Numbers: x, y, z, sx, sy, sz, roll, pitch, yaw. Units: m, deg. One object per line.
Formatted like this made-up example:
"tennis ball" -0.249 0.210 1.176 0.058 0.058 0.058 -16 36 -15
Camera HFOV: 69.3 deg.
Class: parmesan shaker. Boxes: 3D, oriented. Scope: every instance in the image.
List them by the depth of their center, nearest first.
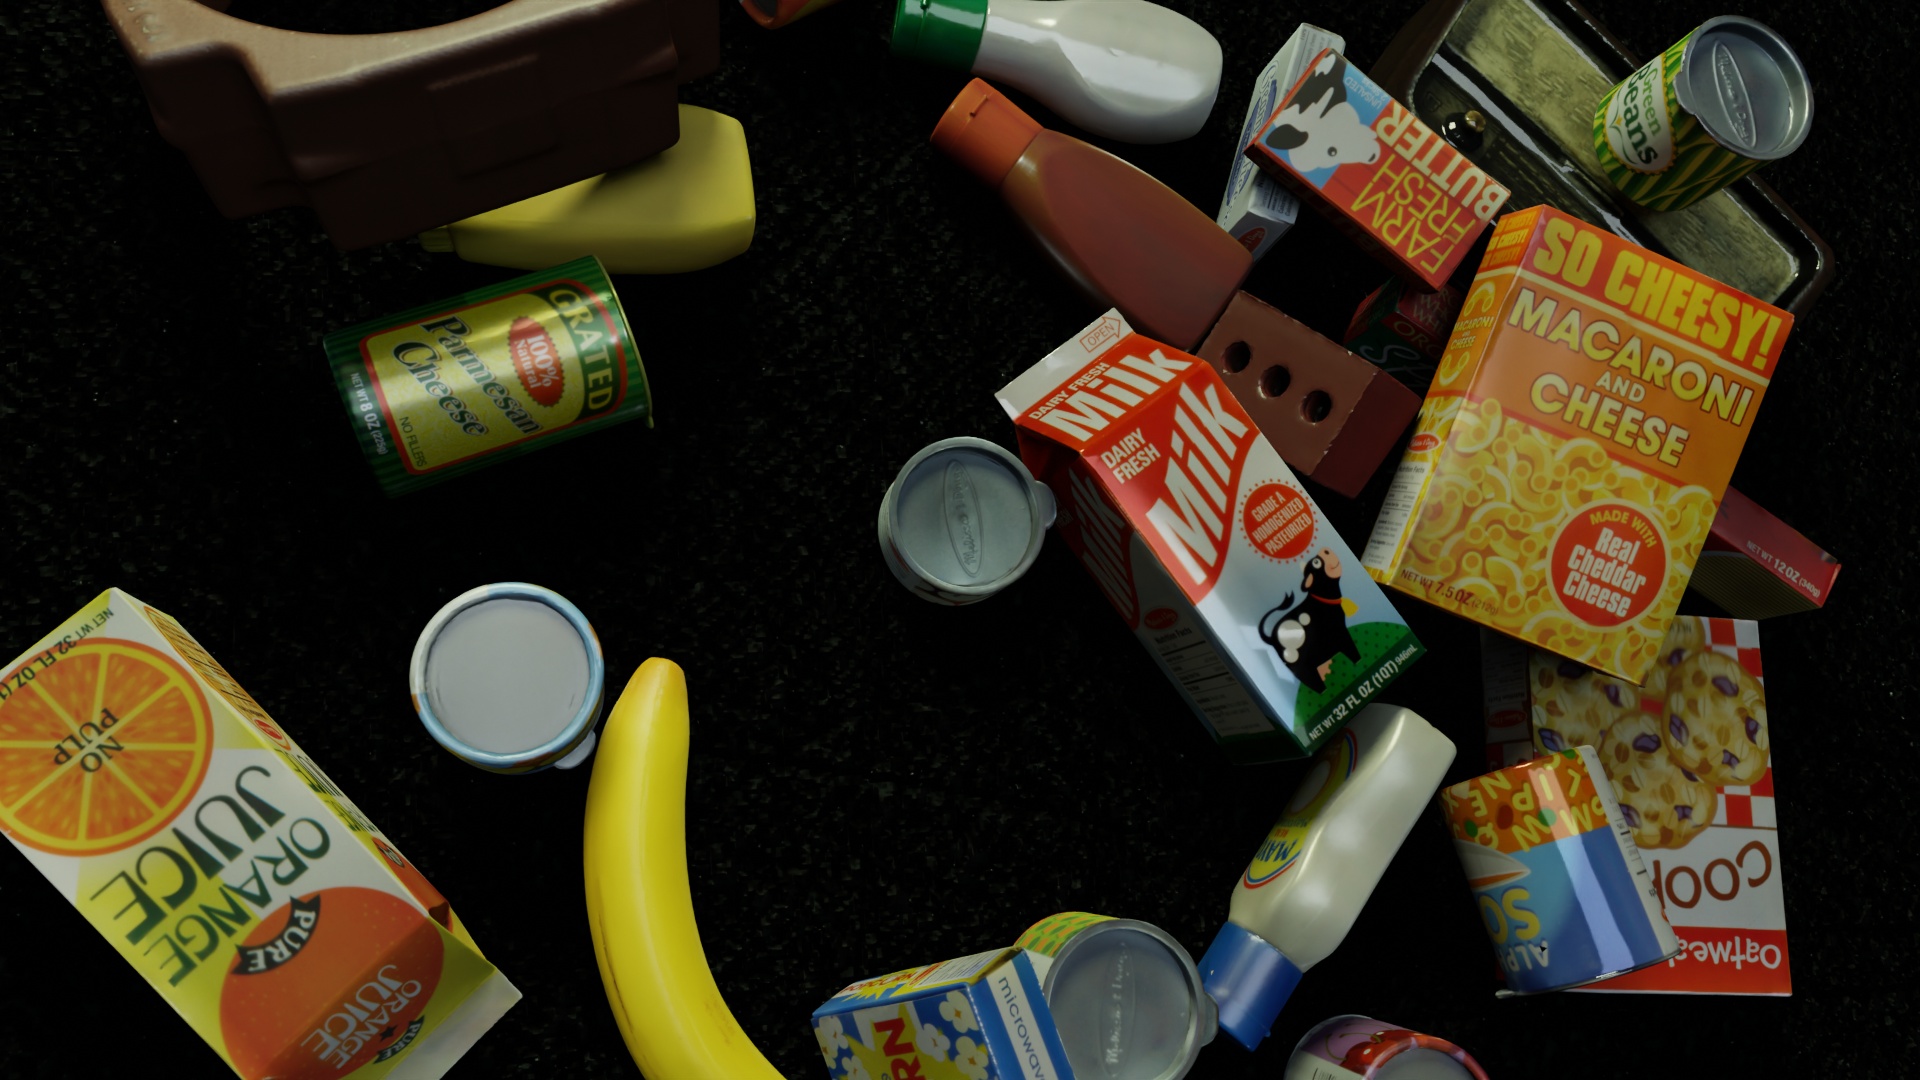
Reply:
"parmesan shaker" -0.177 -0.060 0.529 0.103 0.071 0.071 -21 84 -17

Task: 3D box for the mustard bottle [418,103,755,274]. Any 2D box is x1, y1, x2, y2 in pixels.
"mustard bottle" -0.166 -0.139 0.558 0.160 0.048 0.065 -6 76 -14

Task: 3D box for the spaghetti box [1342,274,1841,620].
"spaghetti box" 0.294 -0.042 0.653 0.250 0.050 0.029 33 72 -5

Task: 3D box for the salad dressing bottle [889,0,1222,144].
"salad dressing bottle" 0.043 -0.222 0.632 0.148 0.044 0.064 10 76 -11

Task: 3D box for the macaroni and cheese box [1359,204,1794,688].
"macaroni and cheese box" 0.256 -0.039 0.585 0.124 0.040 0.166 21 91 -8

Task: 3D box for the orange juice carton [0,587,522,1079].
"orange juice carton" -0.241 0.112 0.471 0.072 0.073 0.192 -44 92 -18

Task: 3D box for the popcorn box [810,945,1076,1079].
"popcorn box" 0.005 0.218 0.502 0.038 0.085 0.127 -13 80 -52

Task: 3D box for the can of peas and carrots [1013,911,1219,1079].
"can of peas and carrots" 0.056 0.179 0.540 0.071 0.058 0.071 3 78 -15

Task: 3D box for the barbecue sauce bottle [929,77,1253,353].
"barbecue sauce bottle" 0.055 -0.146 0.618 0.148 0.043 0.065 37 76 -3

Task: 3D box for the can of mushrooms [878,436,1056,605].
"can of mushrooms" 0.002 -0.007 0.580 0.071 0.033 0.071 3 77 -13

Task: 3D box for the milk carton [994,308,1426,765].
"milk carton" 0.097 -0.004 0.582 0.072 0.073 0.190 -37 89 -18

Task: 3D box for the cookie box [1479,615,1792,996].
"cookie box" 0.301 0.117 0.626 0.123 0.040 0.168 5 76 -12

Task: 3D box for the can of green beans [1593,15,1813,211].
"can of green beans" 0.325 -0.186 0.612 0.071 0.057 0.071 3 79 -14

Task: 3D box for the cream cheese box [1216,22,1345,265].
"cream cheese box" 0.146 -0.181 0.644 0.024 0.053 0.104 20 74 -8

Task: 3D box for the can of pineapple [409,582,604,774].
"can of pineapple" -0.163 0.053 0.511 0.071 0.057 0.071 3 78 -14

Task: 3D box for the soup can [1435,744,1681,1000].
"soup can" 0.234 0.132 0.555 0.071 0.071 0.084 -11 72 -16

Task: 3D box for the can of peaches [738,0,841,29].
"can of peaches" -0.069 -0.262 0.597 0.058 0.071 0.071 -30 87 -17

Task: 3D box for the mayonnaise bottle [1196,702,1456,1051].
"mayonnaise bottle" 0.144 0.136 0.571 0.041 0.064 0.148 38 76 -3

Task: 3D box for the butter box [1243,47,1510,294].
"butter box" 0.179 -0.157 0.596 0.103 0.024 0.053 38 92 -3

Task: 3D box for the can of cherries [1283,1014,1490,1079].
"can of cherries" 0.175 0.228 0.559 0.071 0.058 0.071 3 78 -13
